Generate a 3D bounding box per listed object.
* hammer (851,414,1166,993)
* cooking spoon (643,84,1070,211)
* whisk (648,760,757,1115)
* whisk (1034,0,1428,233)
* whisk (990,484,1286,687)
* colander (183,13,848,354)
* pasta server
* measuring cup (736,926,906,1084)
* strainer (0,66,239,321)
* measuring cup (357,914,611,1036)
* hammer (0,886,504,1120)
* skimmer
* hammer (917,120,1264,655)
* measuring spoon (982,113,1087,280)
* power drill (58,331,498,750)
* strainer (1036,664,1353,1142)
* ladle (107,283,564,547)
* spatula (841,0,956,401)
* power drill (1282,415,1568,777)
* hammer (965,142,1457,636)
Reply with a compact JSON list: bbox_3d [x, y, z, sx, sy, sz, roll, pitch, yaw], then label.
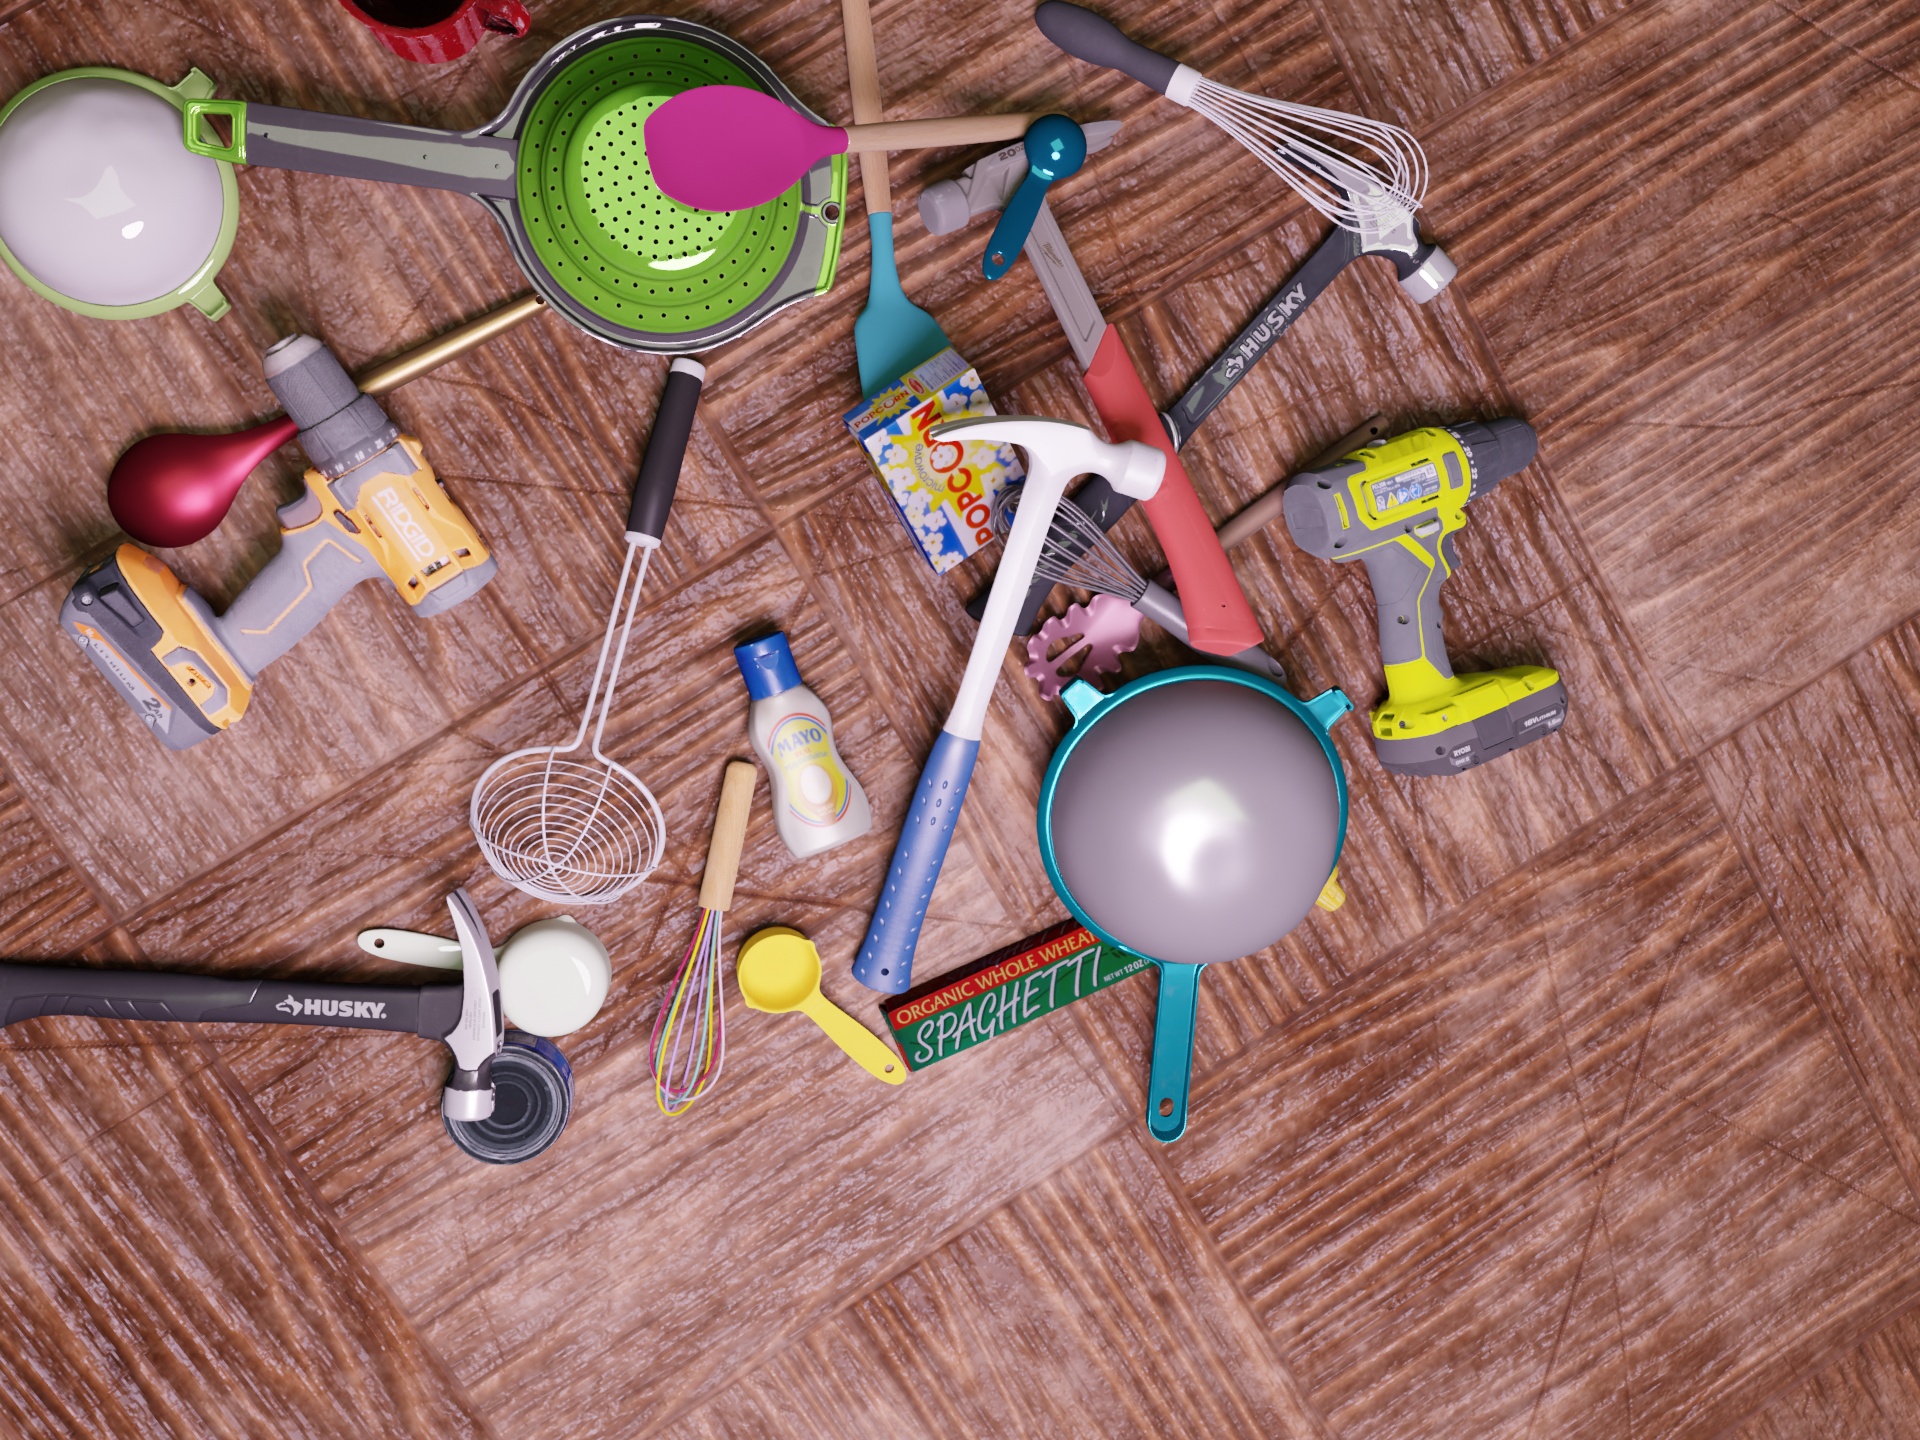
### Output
[{"bbox_3d":[-0.002,-0.003,1.035,0.144,0.035,0.405,15,109,-10],"label":"hammer"},{"bbox_3d":[-0.052,-0.356,0.973,0.319,0.017,0.068,-20,106,-35],"label":"cooking spoon"},{"bbox_3d":[-0.171,0.148,1.081,0.047,0.051,0.245,11,91,-31],"label":"whisk"},{"bbox_3d":[0.174,-0.400,1.039,0.284,0.070,0.070,29,92,5],"label":"whisk"},{"bbox_3d":[0.121,-0.083,1.058,0.239,0.055,0.055,31,91,-13],"label":"whisk"},{"bbox_3d":[-0.262,-0.331,0.952,0.397,0.094,0.204,4,104,-11],"label":"colander"},{"bbox_3d":[0.174,-0.117,1.102,0.316,0.040,0.060,-36,96,-4],"label":"pasta server"},{"bbox_3d":[-0.094,0.202,1.108,0.062,0.029,0.156,-45,113,-2],"label":"measuring cup"},{"bbox_3d":[-0.571,-0.319,0.943,0.256,0.069,0.151,-1,97,-10],"label":"strainer"},{"bbox_3d":[-0.316,0.164,1.055,0.167,0.038,0.083,13,95,-12],"label":"measuring cup"},{"bbox_3d":[-0.463,0.174,1.019,0.334,0.035,0.146,4,93,-3],"label":"hammer"},{"bbox_3d":[-0.225,-0.056,1.050,0.127,0.090,0.363,15,84,-7],"label":"skimmer"},{"bbox_3d":[0.113,-0.211,1.038,0.149,0.036,0.359,-26,89,-17],"label":"hammer"},{"bbox_3d":[0.046,-0.334,1.007,0.042,0.021,0.129,28,74,-9],"label":"measuring spoon"},{"bbox_3d":[-0.427,-0.110,0.971,0.226,0.084,0.185,-33,116,-6],"label":"power drill"},{"bbox_3d":[0.155,0.138,1.045,0.211,0.095,0.340,2,104,-4],"label":"strainer"},{"bbox_3d":[-0.394,-0.201,1.008,0.315,0.031,0.069,-29,105,-6],"label":"ladle"},{"bbox_3d":[-0.050,-0.358,1.034,0.082,0.044,0.317,-10,97,-23],"label":"spatula"},{"bbox_3d":[0.340,-0.092,1.107,0.190,0.080,0.228,-20,99,-18],"label":"power drill"},{"bbox_3d":[0.153,-0.214,1.088,0.149,0.036,0.409,43,89,-10],"label":"hammer"}]
